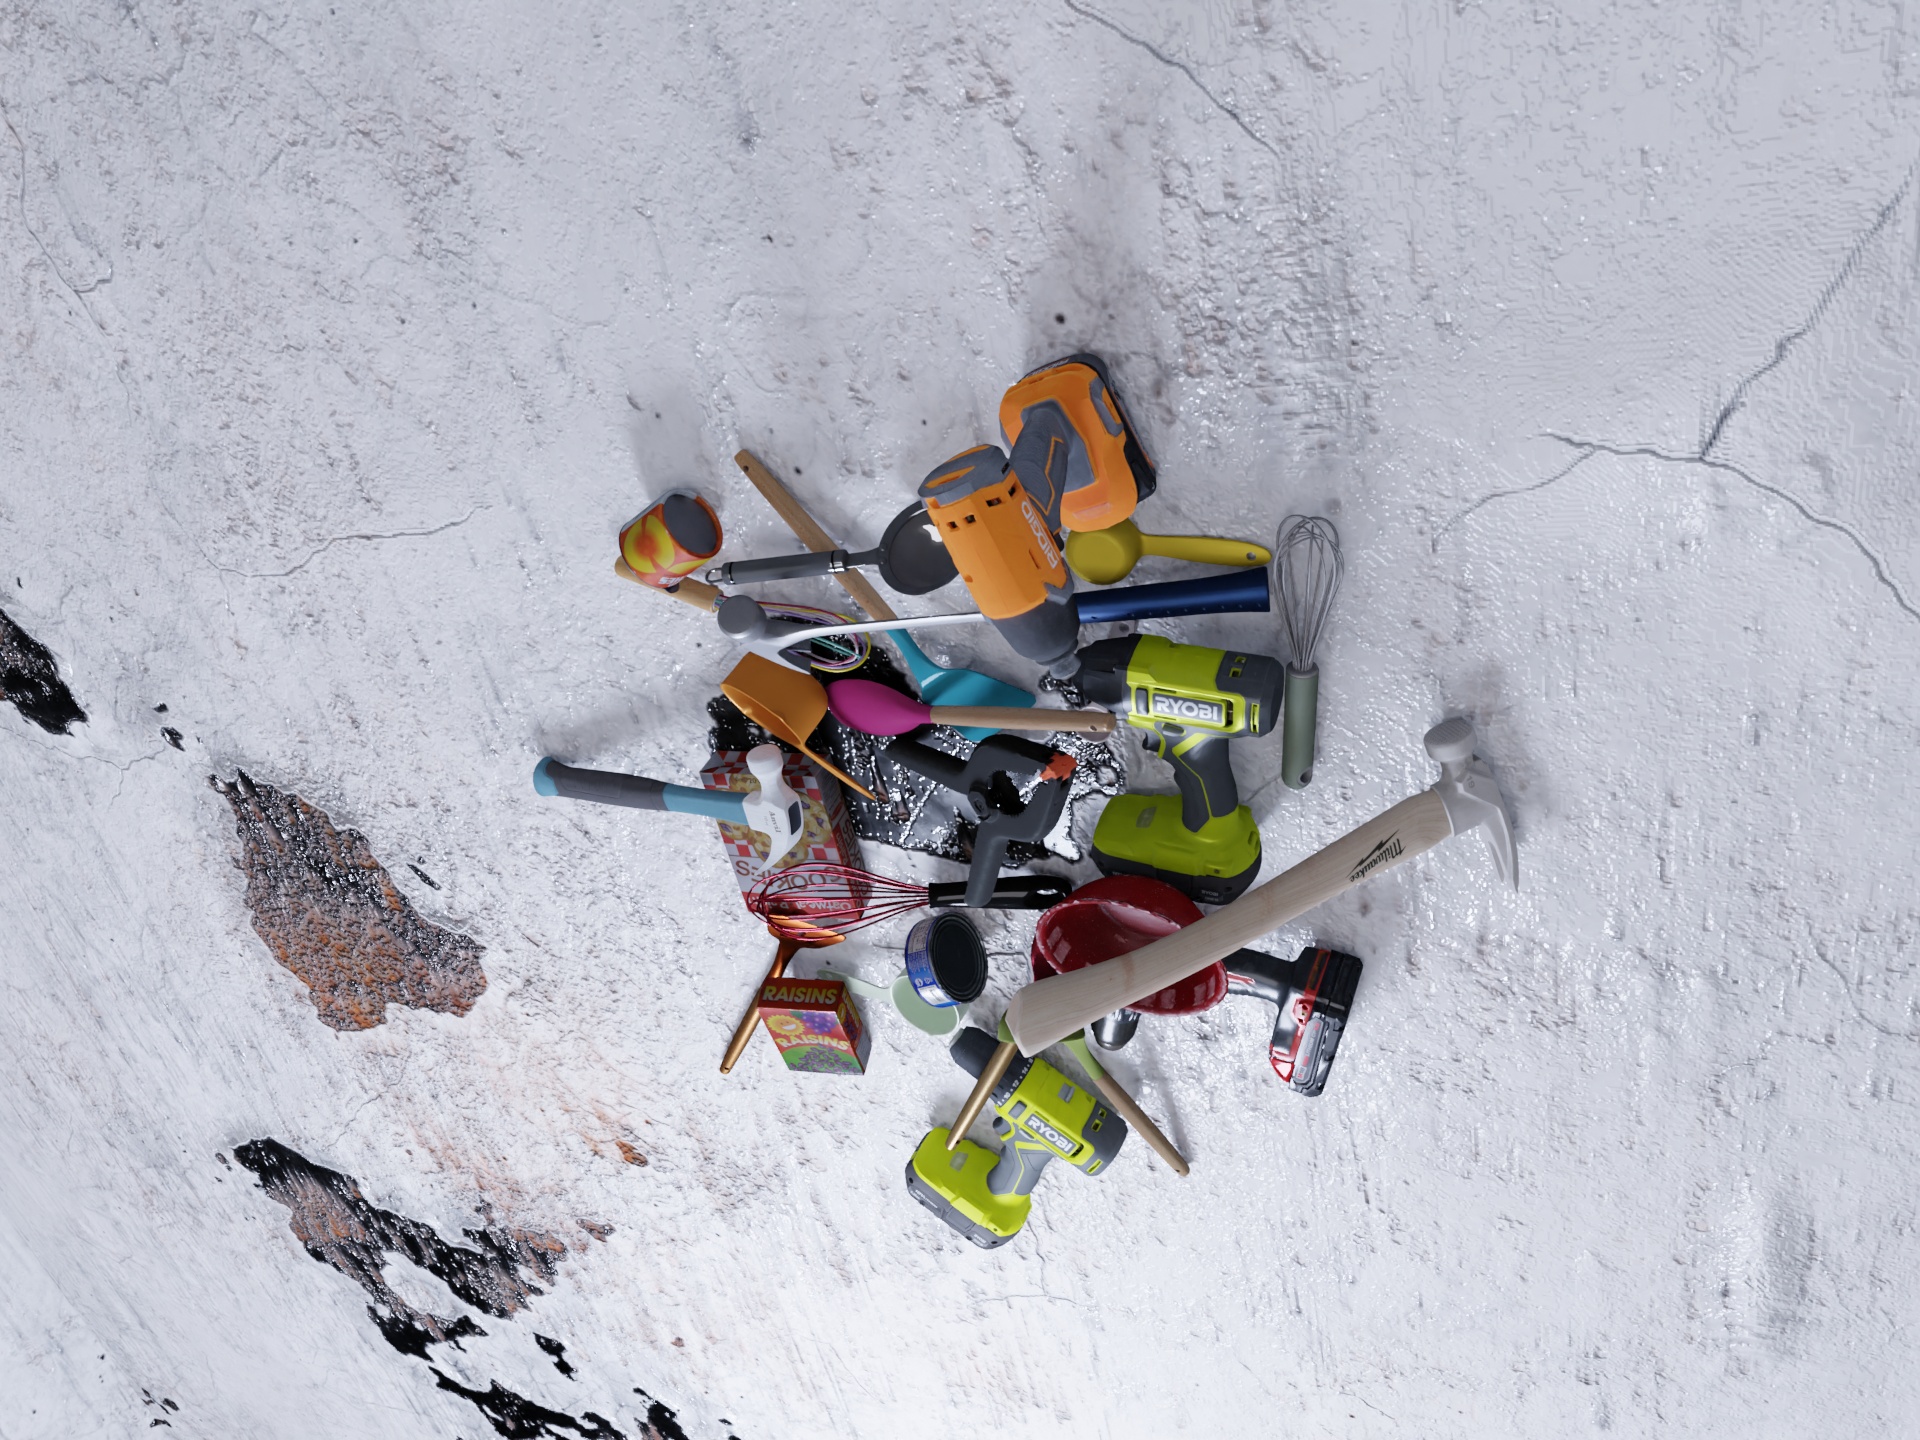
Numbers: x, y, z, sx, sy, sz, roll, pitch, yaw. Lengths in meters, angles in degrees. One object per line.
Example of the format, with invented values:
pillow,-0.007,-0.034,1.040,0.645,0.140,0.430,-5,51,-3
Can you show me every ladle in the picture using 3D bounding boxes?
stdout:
ladle,0.050,0.292,1.481,0.069,0.031,0.315,5,124,-33
ladle,0.136,0.353,1.482,0.078,0.062,0.319,-5,137,39

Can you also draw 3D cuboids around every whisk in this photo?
whisk,0.257,-0.046,1.197,0.059,0.058,0.246,37,144,43
whisk,-0.047,0.159,1.435,0.296,0.073,0.073,-3,124,5
whisk,-0.187,-0.097,1.362,0.245,0.051,0.047,21,98,15

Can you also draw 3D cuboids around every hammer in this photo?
hammer,0.030,-0.080,1.215,0.405,0.144,0.035,-4,79,11
hammer,-0.280,0.069,1.481,0.331,0.033,0.128,6,124,34
hammer,0.227,0.154,1.204,0.410,0.038,0.146,-27,110,-2

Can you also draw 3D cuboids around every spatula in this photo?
spatula,-0.201,0.285,1.633,0.081,0.041,0.322,19,132,-11
spatula,-0.071,-0.104,1.313,0.317,0.044,0.082,48,130,-7

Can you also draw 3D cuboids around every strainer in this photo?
strainer,-0.086,-0.128,1.264,0.258,0.087,0.050,-4,155,18

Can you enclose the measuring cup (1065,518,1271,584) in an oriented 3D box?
measuring cup,0.153,-0.124,1.191,0.156,0.029,0.062,7,126,21

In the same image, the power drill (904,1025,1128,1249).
power drill,0.037,0.417,1.601,0.190,0.080,0.228,36,128,3

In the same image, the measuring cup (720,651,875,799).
measuring cup,-0.127,0.001,1.385,0.173,0.052,0.095,39,166,-22

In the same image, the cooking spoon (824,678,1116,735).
cooking spoon,-0.002,-0.004,1.297,0.319,0.017,0.068,2,137,44

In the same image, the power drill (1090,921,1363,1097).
power drill,0.221,0.248,1.399,0.227,0.080,0.187,18,129,15

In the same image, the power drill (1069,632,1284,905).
power drill,0.163,0.033,1.252,0.171,0.080,0.223,10,132,20

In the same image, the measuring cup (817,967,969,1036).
measuring cup,-0.065,0.258,1.562,0.168,0.038,0.083,10,128,30

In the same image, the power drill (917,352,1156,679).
power drill,0.062,-0.141,1.091,0.084,0.227,0.164,-15,116,32

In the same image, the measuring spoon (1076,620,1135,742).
measuring spoon,0.121,-0.037,1.283,0.034,0.018,0.124,21,122,9
